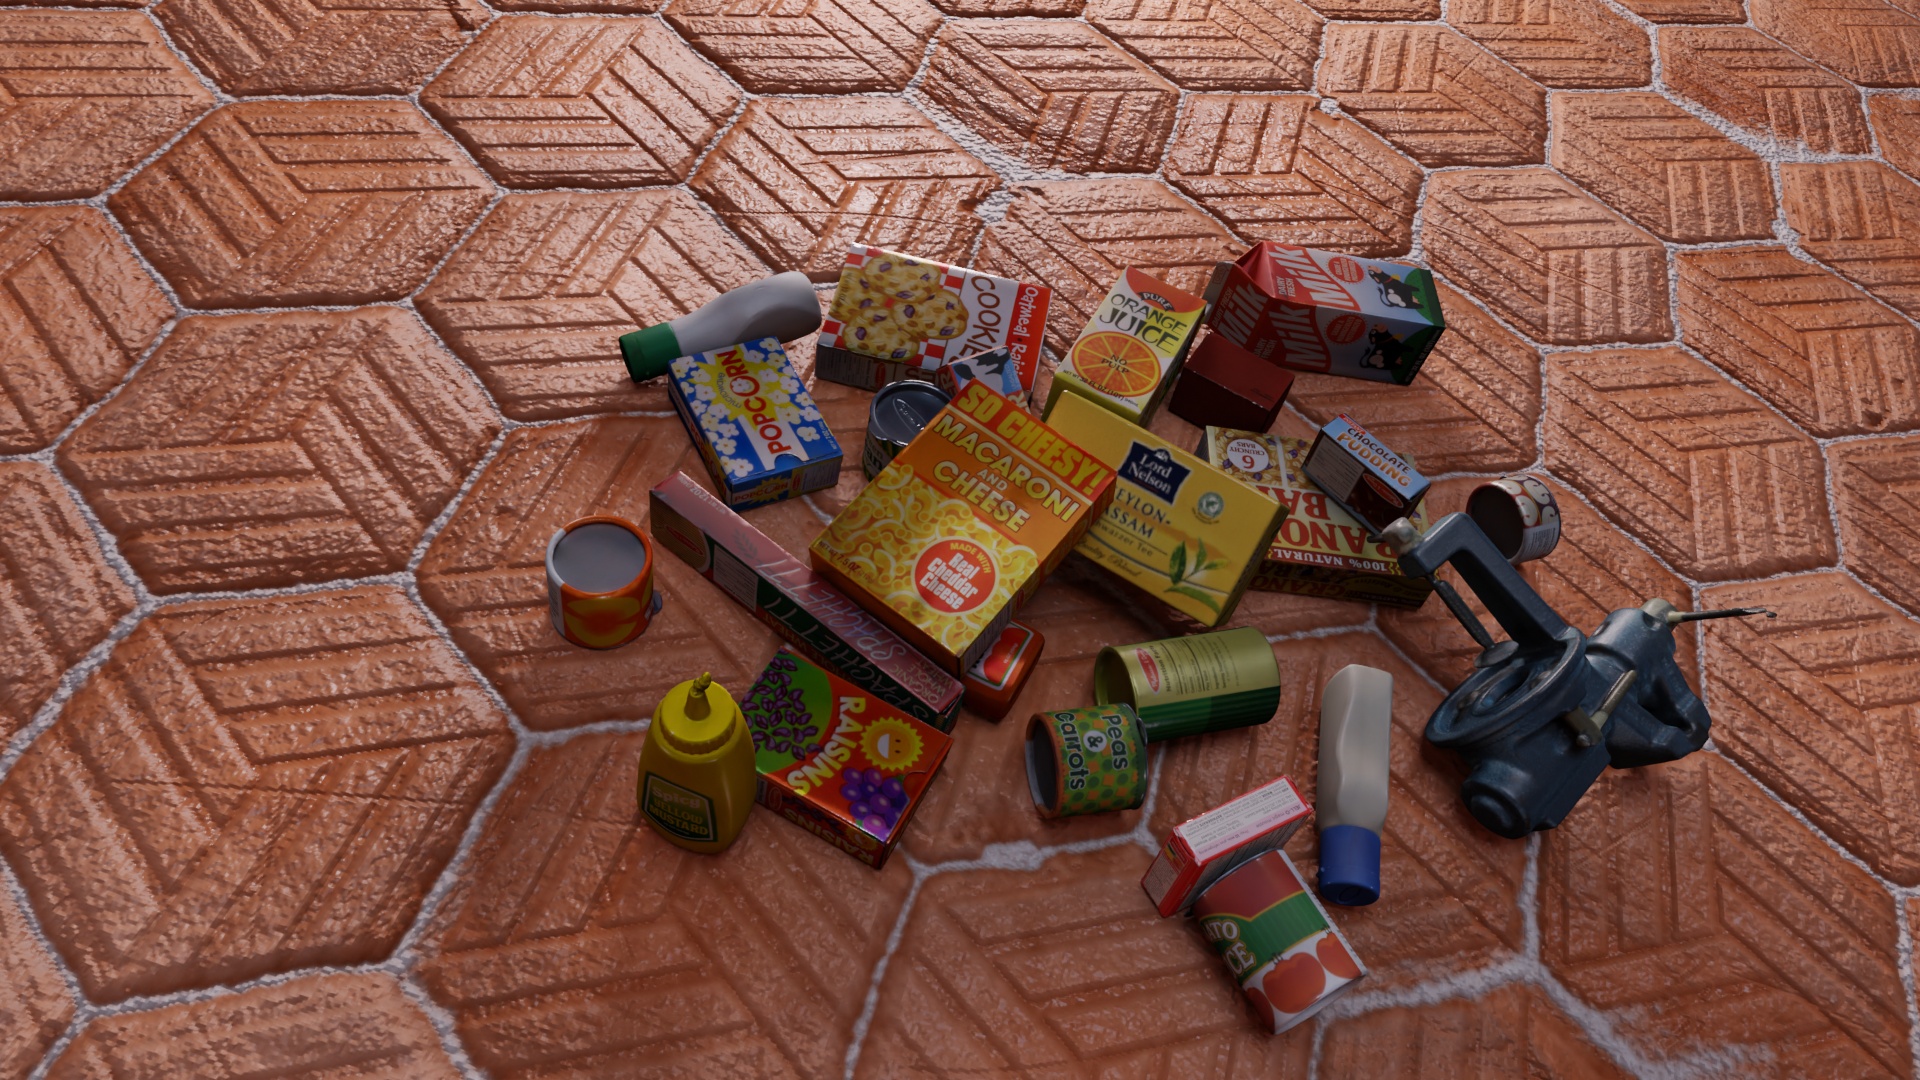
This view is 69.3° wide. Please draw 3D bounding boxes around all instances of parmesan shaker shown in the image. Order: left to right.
[{"bbox_3d":[0.147,0.097,0.900,0.103,0.071,0.071,-6,54,-18],"label":"parmesan shaker"}]

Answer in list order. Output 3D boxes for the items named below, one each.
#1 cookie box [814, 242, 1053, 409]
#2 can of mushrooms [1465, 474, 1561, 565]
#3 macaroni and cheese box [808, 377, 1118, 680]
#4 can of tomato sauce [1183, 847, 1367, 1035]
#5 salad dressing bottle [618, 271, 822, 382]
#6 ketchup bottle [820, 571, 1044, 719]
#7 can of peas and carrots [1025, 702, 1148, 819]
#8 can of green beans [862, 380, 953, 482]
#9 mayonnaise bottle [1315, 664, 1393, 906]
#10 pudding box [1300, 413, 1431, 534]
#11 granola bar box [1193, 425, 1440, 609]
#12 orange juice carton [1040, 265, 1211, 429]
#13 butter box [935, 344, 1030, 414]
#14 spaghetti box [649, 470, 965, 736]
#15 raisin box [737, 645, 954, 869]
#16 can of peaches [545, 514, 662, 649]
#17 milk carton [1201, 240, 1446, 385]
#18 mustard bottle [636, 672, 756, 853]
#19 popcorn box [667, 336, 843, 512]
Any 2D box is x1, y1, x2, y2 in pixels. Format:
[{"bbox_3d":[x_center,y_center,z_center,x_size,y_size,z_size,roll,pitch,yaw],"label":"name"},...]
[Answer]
[{"bbox_3d":[-0.018,-0.163,1.087,0.167,0.040,0.123,13,51,0],"label":"cookie box"},{"bbox_3d":[0.414,-0.017,1.046,0.033,0.070,0.071,-13,56,-19],"label":"can of mushrooms"},{"bbox_3d":[0.003,-0.011,0.898,0.124,0.040,0.167,35,67,17],"label":"macaroni and cheese box"},{"bbox_3d":[0.181,0.232,0.800,0.071,0.070,0.083,-19,59,-25],"label":"can of tomato sauce"},{"bbox_3d":[-0.179,-0.158,1.038,0.148,0.064,0.044,-22,73,-17],"label":"salad dressing bottle"},{"bbox_3d":[-0.023,0.057,0.910,0.149,0.043,0.065,27,58,11],"label":"ketchup bottle"},{"bbox_3d":[0.077,0.134,0.851,0.059,0.070,0.071,-4,53,-14],"label":"can of peas and carrots"},{"bbox_3d":[-0.036,-0.072,0.999,0.071,0.057,0.071,6,51,-7],"label":"can of green beans"},{"bbox_3d":[0.249,0.155,0.879,0.041,0.064,0.149,13,55,1],"label":"mayonnaise bottle"},{"bbox_3d":[0.291,-0.046,1.001,0.030,0.049,0.084,-32,64,-29],"label":"pudding box"},{"bbox_3d":[0.261,-0.018,1.031,0.166,0.038,0.125,7,51,-7],"label":"granola bar box"},{"bbox_3d":[0.134,-0.146,1.084,0.072,0.072,0.194,26,51,9],"label":"orange juice carton"},{"bbox_3d":[0.025,-0.086,1.012,0.053,0.024,0.103,-21,93,-27],"label":"butter box"},{"bbox_3d":[-0.102,0.044,0.898,0.250,0.050,0.029,36,55,16],"label":"spaghetti box"},{"bbox_3d":[-0.079,0.130,0.842,0.123,0.039,0.086,27,51,9],"label":"raisin box"},{"bbox_3d":[-0.226,0.026,0.882,0.071,0.057,0.071,6,51,-7],"label":"can of peaches"},{"bbox_3d":[0.293,-0.191,1.152,0.191,0.072,0.074,8,51,-7],"label":"milk carton"},{"bbox_3d":[-0.145,0.117,0.761,0.065,0.159,0.049,21,52,6],"label":"mustard bottle"},{"bbox_3d":[-0.149,-0.085,0.999,0.085,0.038,0.127,-17,57,-25],"label":"popcorn box"}]
